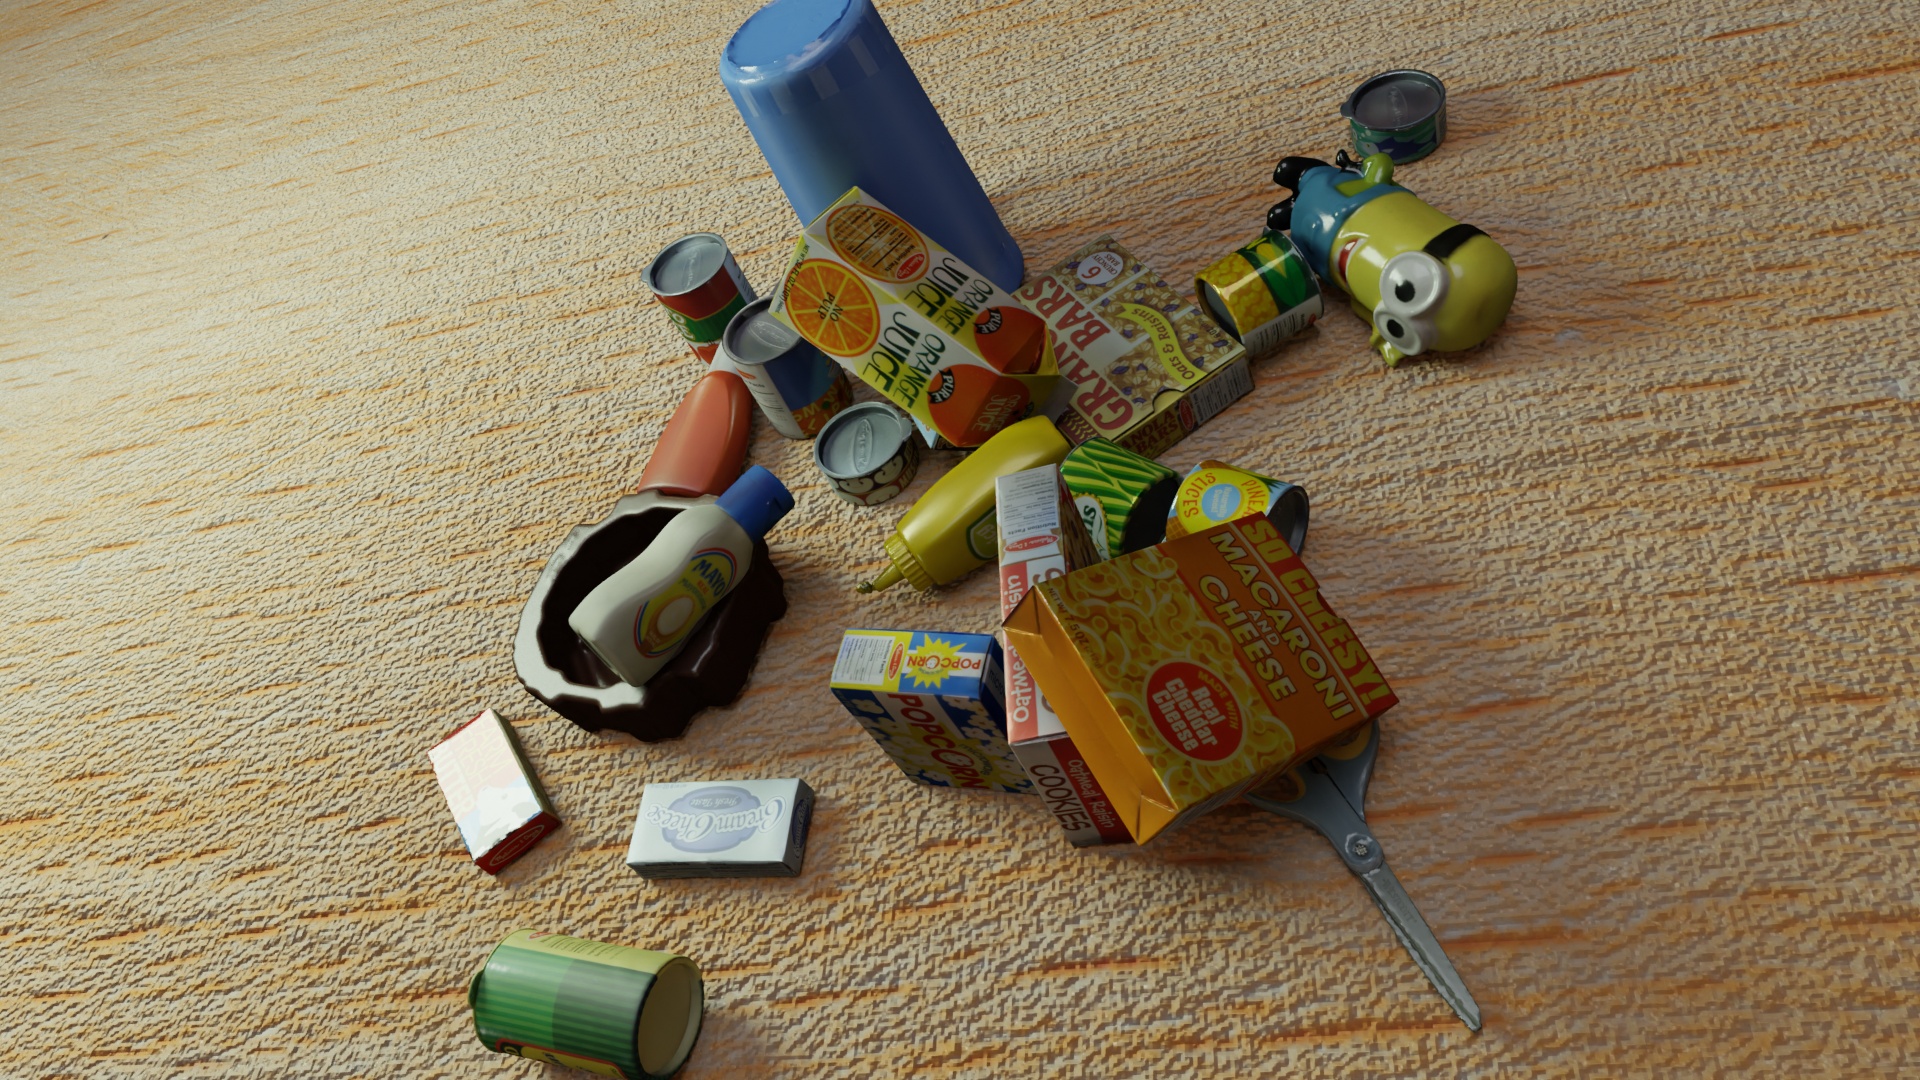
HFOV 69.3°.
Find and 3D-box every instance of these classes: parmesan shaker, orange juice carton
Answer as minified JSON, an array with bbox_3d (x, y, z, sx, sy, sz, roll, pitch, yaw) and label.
[{"bbox_3d":[-0.199,0.248,0.742,0.103,0.071,0.071,2,56,23],"label":"parmesan shaker"},{"bbox_3d":[-0.018,-0.131,0.880,0.193,0.071,0.073,36,46,1],"label":"orange juice carton"}]

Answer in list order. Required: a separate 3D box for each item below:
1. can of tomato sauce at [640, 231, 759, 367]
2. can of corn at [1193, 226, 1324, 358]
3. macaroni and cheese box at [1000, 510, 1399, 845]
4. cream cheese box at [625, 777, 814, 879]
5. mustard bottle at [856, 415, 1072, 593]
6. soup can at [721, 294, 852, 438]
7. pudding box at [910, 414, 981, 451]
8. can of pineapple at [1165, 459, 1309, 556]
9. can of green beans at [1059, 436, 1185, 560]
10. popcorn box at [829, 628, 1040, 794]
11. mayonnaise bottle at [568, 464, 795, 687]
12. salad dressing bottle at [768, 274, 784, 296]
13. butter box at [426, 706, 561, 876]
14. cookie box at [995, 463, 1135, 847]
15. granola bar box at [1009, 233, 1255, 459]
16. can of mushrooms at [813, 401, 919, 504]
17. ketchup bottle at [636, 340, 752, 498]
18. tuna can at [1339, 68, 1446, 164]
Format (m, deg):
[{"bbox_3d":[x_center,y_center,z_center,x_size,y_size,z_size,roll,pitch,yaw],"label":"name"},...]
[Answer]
[{"bbox_3d":[-0.192,-0.181,1.059,0.071,0.082,0.071,-11,51,14],"label":"can of tomato sauce"},{"bbox_3d":[0.191,-0.160,0.899,0.058,0.071,0.071,-30,49,-1],"label":"can of corn"},{"bbox_3d":[0.121,0.060,0.676,0.167,0.040,0.124,-16,65,-37],"label":"macaroni and cheese box"},{"bbox_3d":[-0.140,0.168,0.810,0.104,0.024,0.053,-6,54,18],"label":"cream cheese box"},{"bbox_3d":[0.003,-0.011,0.868,0.160,0.065,0.049,-37,50,1],"label":"mustard bottle"},{"bbox_3d":[-0.119,-0.124,0.986,0.071,0.083,0.072,-11,52,14],"label":"soup can"},{"bbox_3d":[-0.009,-0.096,0.942,0.050,0.030,0.084,0,41,-30],"label":"pudding box"},{"bbox_3d":[0.158,-0.009,0.796,0.058,0.070,0.071,21,65,34],"label":"can of pineapple"},{"bbox_3d":[0.095,-0.022,0.834,0.058,0.071,0.071,30,70,36],"label":"can of green beans"},{"bbox_3d":[-0.006,0.093,0.747,0.085,0.126,0.038,0,58,23],"label":"popcorn box"},{"bbox_3d":[-0.163,0.017,0.838,0.041,0.064,0.148,29,68,38],"label":"mayonnaise bottle"},{"bbox_3d":[-0.105,-0.203,1.068,0.064,0.043,0.148,6,56,33],"label":"salad dressing bottle"},{"bbox_3d":[-0.297,0.157,0.882,0.053,0.024,0.104,-37,50,-9],"label":"butter box"},{"bbox_3d":[0.058,0.062,0.746,0.040,0.122,0.168,-13,51,14],"label":"cookie box"},{"bbox_3d":[0.096,-0.124,0.929,0.124,0.039,0.166,-34,49,-5],"label":"granola bar box"},{"bbox_3d":[-0.061,-0.059,0.946,0.071,0.033,0.071,-11,51,14],"label":"can of mushrooms"},{"bbox_3d":[-0.180,-0.084,1.006,0.065,0.043,0.149,1,55,22],"label":"ketchup bottle"},{"bbox_3d":[0.306,-0.299,0.982,0.071,0.032,0.071,-11,51,14],"label":"tuna can"}]
